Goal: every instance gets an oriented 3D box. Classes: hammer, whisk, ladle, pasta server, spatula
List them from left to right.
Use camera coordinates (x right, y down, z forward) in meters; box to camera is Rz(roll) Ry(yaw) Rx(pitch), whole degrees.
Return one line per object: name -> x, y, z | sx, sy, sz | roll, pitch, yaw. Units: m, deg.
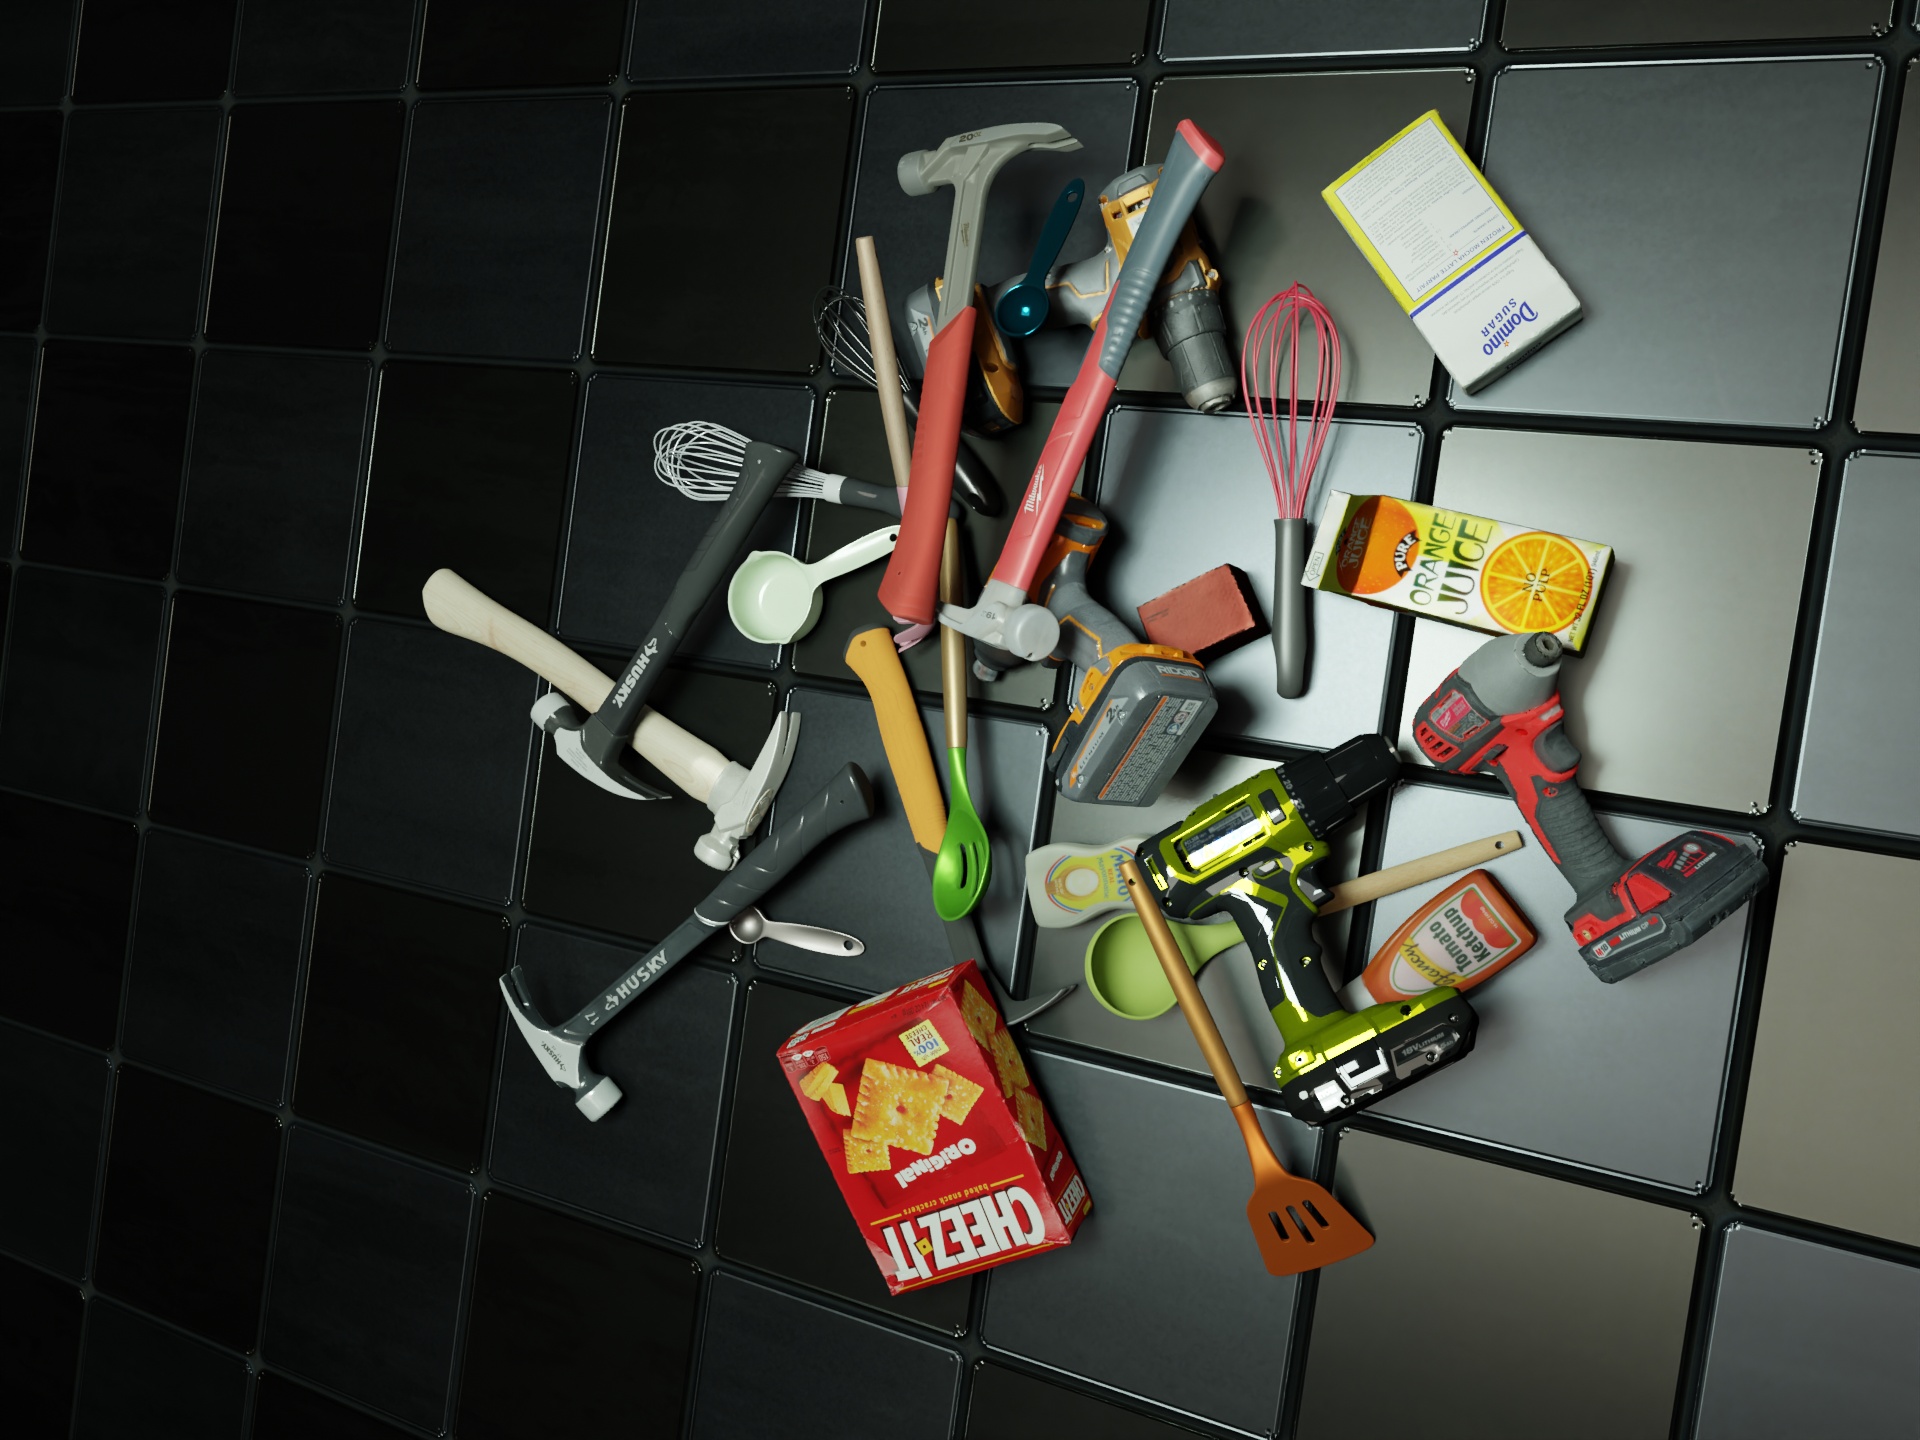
hammer -> -0.321, -0.036, 1.399 | 0.411, 0.038, 0.146 | 32, 100, 22
hammer -> -0.227, -0.085, 1.307 | 0.146, 0.035, 0.334 | 42, 109, 21
hammer -> -0.222, 0.168, 1.319 | 0.409, 0.036, 0.149 | -41, 90, 20
whisk -> -0.130, -0.197, 1.305 | 0.285, 0.070, 0.070 | 14, 95, 20
pasta server -> -0.053, -0.205, 1.214 | 0.040, 0.060, 0.316 | -8, 111, 3
whisk -> -0.044, -0.254, 1.272 | 0.055, 0.055, 0.239 | -41, 77, 19
hammer -> -0.018, 0.080, 1.256 | 0.127, 0.034, 0.337 | -22, 79, 24
hammer -> -0.003, -0.247, 1.143 | 0.149, 0.036, 0.359 | 4, 84, 37
hammer -> 0.084, -0.237, 1.125 | 0.143, 0.038, 0.386 | 26, 93, 53
spatula -> 0.187, 0.245, 1.123 | 0.081, 0.041, 0.322 | -26, 87, 19
whisk -> 0.235, -0.163, 1.133 | 0.073, 0.073, 0.296 | 2, 94, 25
ladle -> 0.237, 0.137, 1.125 | 0.320, 0.062, 0.078 | -22, 85, 20

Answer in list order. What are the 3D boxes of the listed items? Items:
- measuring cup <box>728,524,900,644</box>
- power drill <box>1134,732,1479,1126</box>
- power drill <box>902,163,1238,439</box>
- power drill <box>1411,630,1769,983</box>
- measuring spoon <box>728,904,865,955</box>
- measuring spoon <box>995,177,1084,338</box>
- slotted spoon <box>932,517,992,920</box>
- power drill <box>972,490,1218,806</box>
measuring cup -> -0.111, -0.118, 1.306 | 0.167, 0.038, 0.083 | -24, 79, 15
power drill -> 0.247, 0.134, 1.065 | 0.190, 0.080, 0.229 | -31, 67, 12
power drill -> 0.088, -0.287, 1.194 | 0.226, 0.084, 0.185 | -21, 81, 18
power drill -> 0.391, 0.046, 1.011 | 0.078, 0.143, 0.220 | -29, 73, -22
measuring spoon -> -0.134, 0.176, 1.321 | 0.124, 0.018, 0.034 | 10, 101, 18
measuring spoon -> 0.065, -0.333, 1.158 | 0.042, 0.021, 0.128 | 20, 84, 28
slotted spoon -> -0.002, -0.004, 1.220 | 0.070, 0.031, 0.314 | -16, 73, 53
power drill -> 0.080, -0.042, 1.151 | 0.164, 0.084, 0.227 | -60, 39, 32
